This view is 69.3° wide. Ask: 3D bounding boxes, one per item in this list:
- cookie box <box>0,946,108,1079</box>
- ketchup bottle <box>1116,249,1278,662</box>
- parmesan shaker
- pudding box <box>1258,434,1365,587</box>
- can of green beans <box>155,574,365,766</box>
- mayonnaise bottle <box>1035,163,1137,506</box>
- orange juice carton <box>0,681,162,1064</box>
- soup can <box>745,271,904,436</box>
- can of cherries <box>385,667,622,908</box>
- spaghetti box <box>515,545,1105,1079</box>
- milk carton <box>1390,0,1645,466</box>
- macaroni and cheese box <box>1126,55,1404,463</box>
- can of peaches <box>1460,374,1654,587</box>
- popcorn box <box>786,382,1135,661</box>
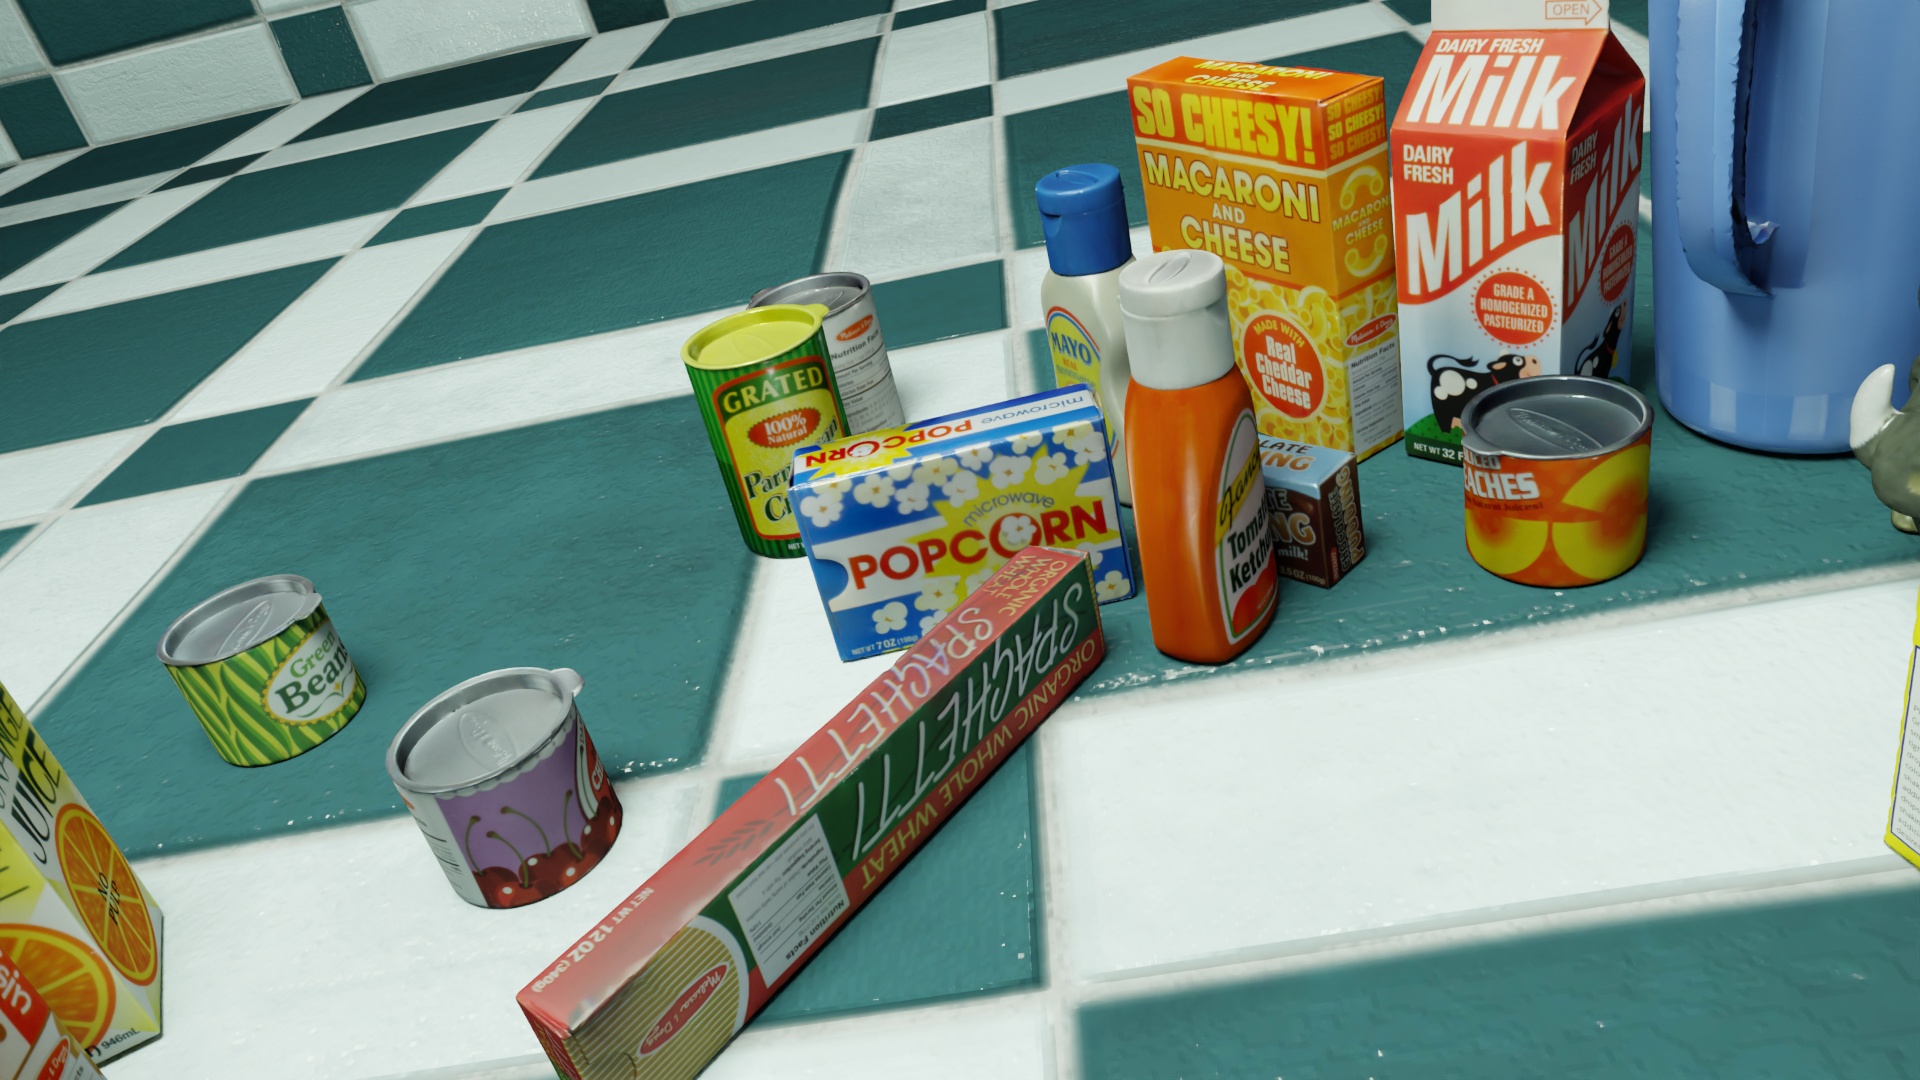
[{"bbox_3d":[-0.323,0.140,0.372,0.123,0.166,0.040,-15,30,-2],"label":"cookie box"},{"bbox_3d":[0.085,-0.031,0.508,0.043,0.148,0.065,8,37,33],"label":"ketchup bottle"},{"bbox_3d":[-0.082,-0.052,0.657,0.071,0.102,0.071,-10,30,6],"label":"parmesan shaker"},{"bbox_3d":[0.121,-0.017,0.569,0.084,0.049,0.030,18,43,42],"label":"pudding box"},{"bbox_3d":[-0.306,0.057,0.611,0.071,0.057,0.071,-10,30,6],"label":"can of green beans"},{"bbox_3d":[0.063,-0.090,0.617,0.041,0.147,0.065,-27,32,-21],"label":"mayonnaise bottle"},{"bbox_3d":[-0.335,0.088,0.438,0.072,0.191,0.073,-25,32,-18],"label":"orange juice carton"},{"bbox_3d":[-0.072,-0.091,0.737,0.071,0.083,0.072,-10,30,6],"label":"soup can"},{"bbox_3d":[-0.160,0.087,0.501,0.071,0.058,0.072,-10,30,6],"label":"can of cherries"},{"bbox_3d":[-0.033,0.085,0.462,0.029,0.050,0.251,13,40,38],"label":"spaghetti box"},{"bbox_3d":[0.227,-0.126,0.568,0.072,0.189,0.074,18,43,42],"label":"milk carton"},{"bbox_3d":[0.140,-0.130,0.634,0.040,0.165,0.124,-28,33,-22],"label":"macaroni and cheese box"},{"bbox_3d":[0.224,-0.022,0.528,0.071,0.057,0.071,-10,30,6],"label":"can of peaches"},{"bbox_3d":[0.002,-0.007,0.566,0.127,0.084,0.038,-13,30,1],"label":"popcorn box"}]
